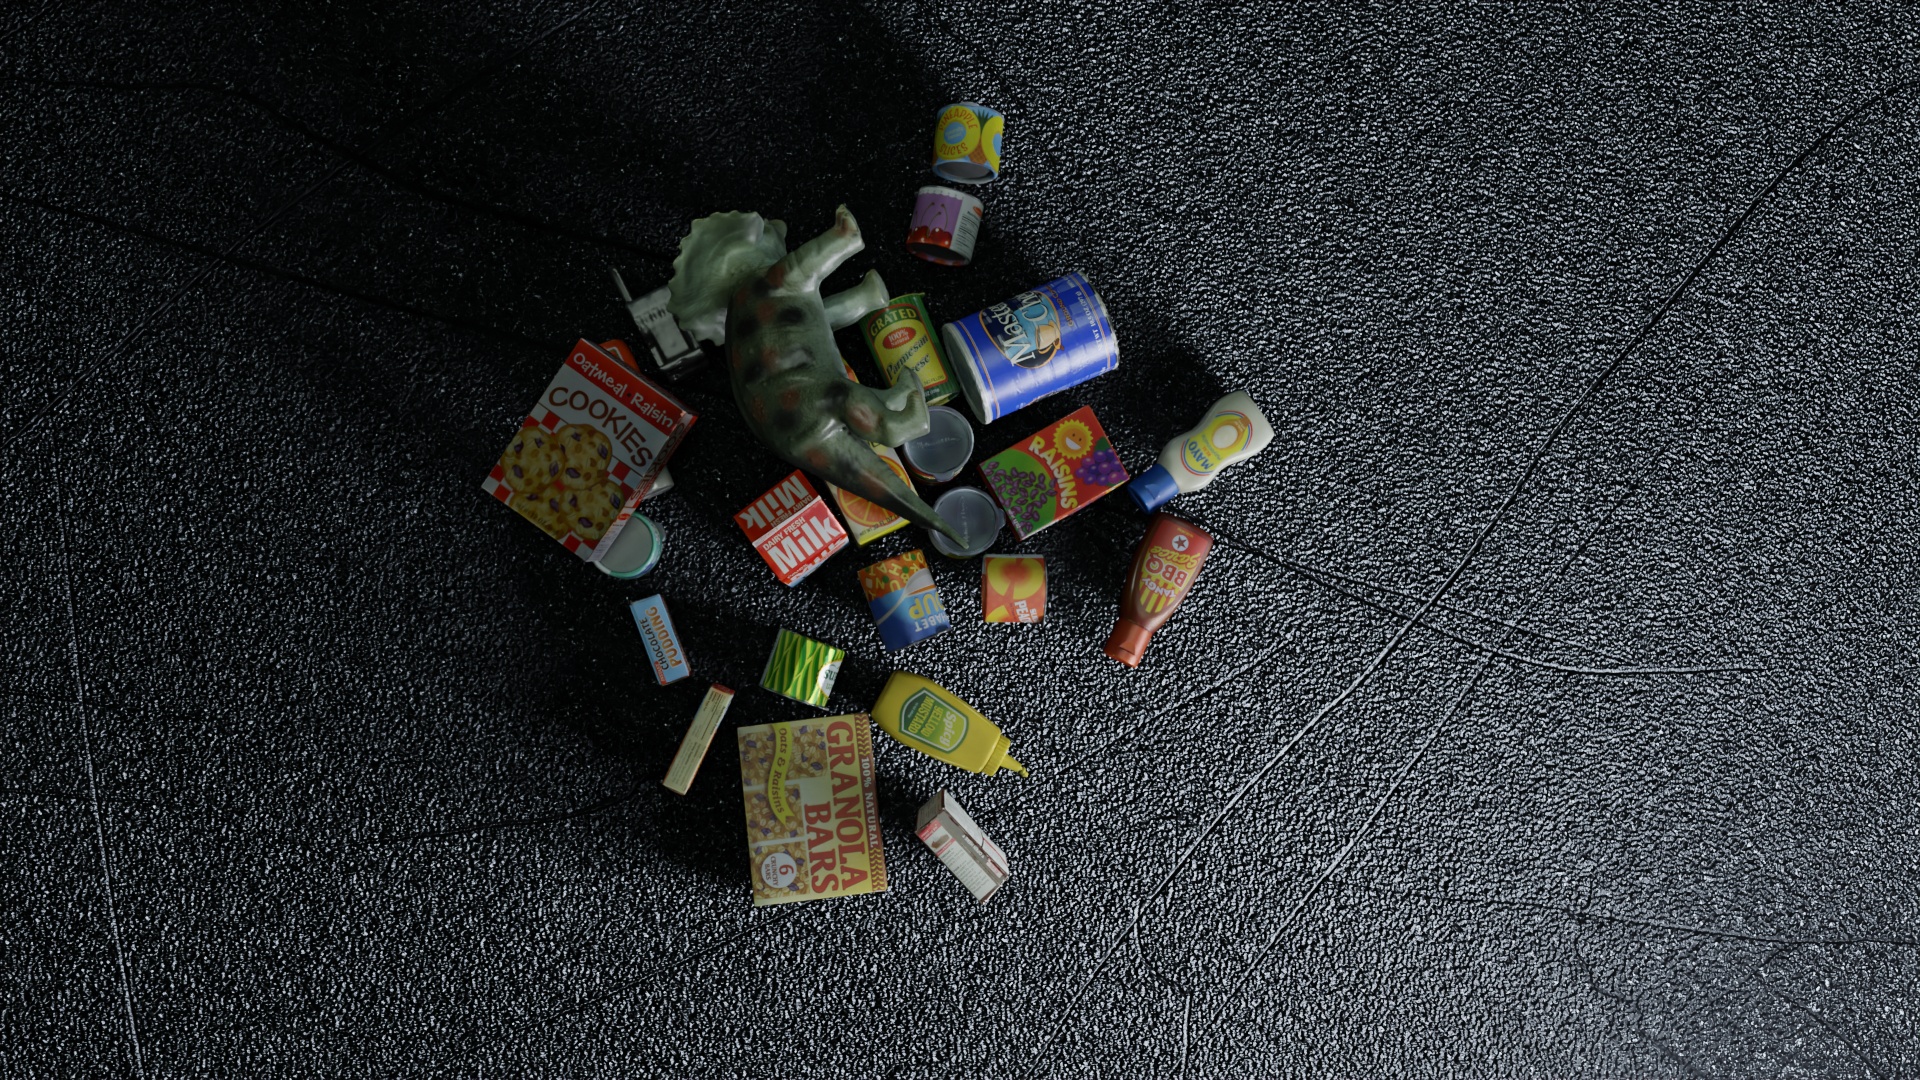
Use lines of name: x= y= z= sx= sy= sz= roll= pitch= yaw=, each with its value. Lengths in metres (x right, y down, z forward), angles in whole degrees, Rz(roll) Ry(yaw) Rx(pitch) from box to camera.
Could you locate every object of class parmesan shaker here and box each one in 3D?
parmesan shaker: x=-0.046 y=-0.178 z=1.336 sx=0.071 sy=0.071 sz=0.103 roll=-24 pitch=87 yaw=-6

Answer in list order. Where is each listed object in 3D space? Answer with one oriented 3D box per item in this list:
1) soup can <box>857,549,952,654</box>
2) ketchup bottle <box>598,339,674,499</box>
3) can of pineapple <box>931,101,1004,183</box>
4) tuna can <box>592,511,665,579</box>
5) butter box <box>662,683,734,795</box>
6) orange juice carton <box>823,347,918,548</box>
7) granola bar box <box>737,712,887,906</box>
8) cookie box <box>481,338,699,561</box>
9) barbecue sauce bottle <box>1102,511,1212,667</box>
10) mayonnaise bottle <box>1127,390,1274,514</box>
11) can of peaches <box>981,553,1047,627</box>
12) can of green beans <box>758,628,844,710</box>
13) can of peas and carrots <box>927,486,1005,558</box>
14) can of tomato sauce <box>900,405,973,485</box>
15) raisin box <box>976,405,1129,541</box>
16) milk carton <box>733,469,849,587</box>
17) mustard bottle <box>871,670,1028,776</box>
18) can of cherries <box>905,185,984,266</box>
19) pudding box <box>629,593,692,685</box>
soup can: x=-0.051 y=0.057 z=1.314 sx=0.071 sy=0.071 sz=0.084 roll=-20 pitch=87 yaw=-5
ketchup bottle: x=-0.319 y=-0.113 z=1.322 sx=0.065 sy=0.043 sz=0.149 roll=-25 pitch=88 yaw=-1
can of pineapple: x=0.006 y=-0.388 z=1.357 sx=0.071 sy=0.071 sz=0.058 roll=6 pitch=85 yaw=-4
tuna can: x=-0.316 y=0.002 z=1.318 sx=0.071 sy=0.033 sz=0.071 roll=0 pitch=86 yaw=-4
butter box: x=-0.244 y=0.184 z=1.298 sx=0.024 sy=0.053 sz=0.103 roll=25 pitch=85 yaw=-5
orange juice carton: x=-0.109 y=-0.094 z=1.321 sx=0.072 sy=0.073 sz=0.192 roll=-27 pitch=87 yaw=-6
granola bar box: x=-0.139 y=0.250 z=1.307 sx=0.124 sy=0.039 sz=0.165 roll=-6 pitch=85 yaw=-4
cookie box: x=-0.340 y=-0.083 z=1.280 sx=0.123 sy=0.040 sz=0.167 roll=35 pitch=93 yaw=5
barbecue sauce bottle: x=0.186 y=0.050 z=1.346 sx=0.065 sy=0.043 sz=0.148 roll=27 pitch=84 yaw=-3
mayonnaise bottle: x=0.232 y=-0.082 z=1.361 sx=0.148 sy=0.041 sz=0.065 roll=-36 pitch=91 yaw=-7
can of peaches: x=0.050 y=0.048 z=1.323 sx=0.058 sy=0.071 sz=0.071 roll=1 pitch=85 yaw=-3
can of green beans: x=-0.148 y=0.120 z=1.304 sx=0.071 sy=0.071 sz=0.058 roll=20 pitch=84 yaw=-2
can of peas and carrots: x=0.005 y=-0.017 z=1.330 sx=0.071 sy=0.058 sz=0.071 roll=0 pitch=86 yaw=-5
can of tomato sauce: x=-0.023 y=-0.087 z=1.322 sx=0.071 sy=0.083 sz=0.071 roll=0 pitch=86 yaw=-4
raisin box: x=0.090 y=-0.065 z=1.351 sx=0.123 sy=0.040 sz=0.086 roll=-29 pitch=87 yaw=-5
milk carton: x=-0.151 y=-0.010 z=1.252 sx=0.072 sy=0.190 sz=0.073 roll=-37 pitch=88 yaw=-6
mustard bottle: x=-0.004 y=0.182 z=1.317 sx=0.160 sy=0.049 sz=0.065 roll=28 pitch=85 yaw=-1
can of cherries: x=-0.018 y=-0.305 z=1.351 sx=0.071 sy=0.071 sz=0.058 roll=14 pitch=86 yaw=-3
pudding box: x=-0.281 y=0.093 z=1.304 sx=0.030 sy=0.049 sz=0.083 roll=-21 pitch=87 yaw=-7
